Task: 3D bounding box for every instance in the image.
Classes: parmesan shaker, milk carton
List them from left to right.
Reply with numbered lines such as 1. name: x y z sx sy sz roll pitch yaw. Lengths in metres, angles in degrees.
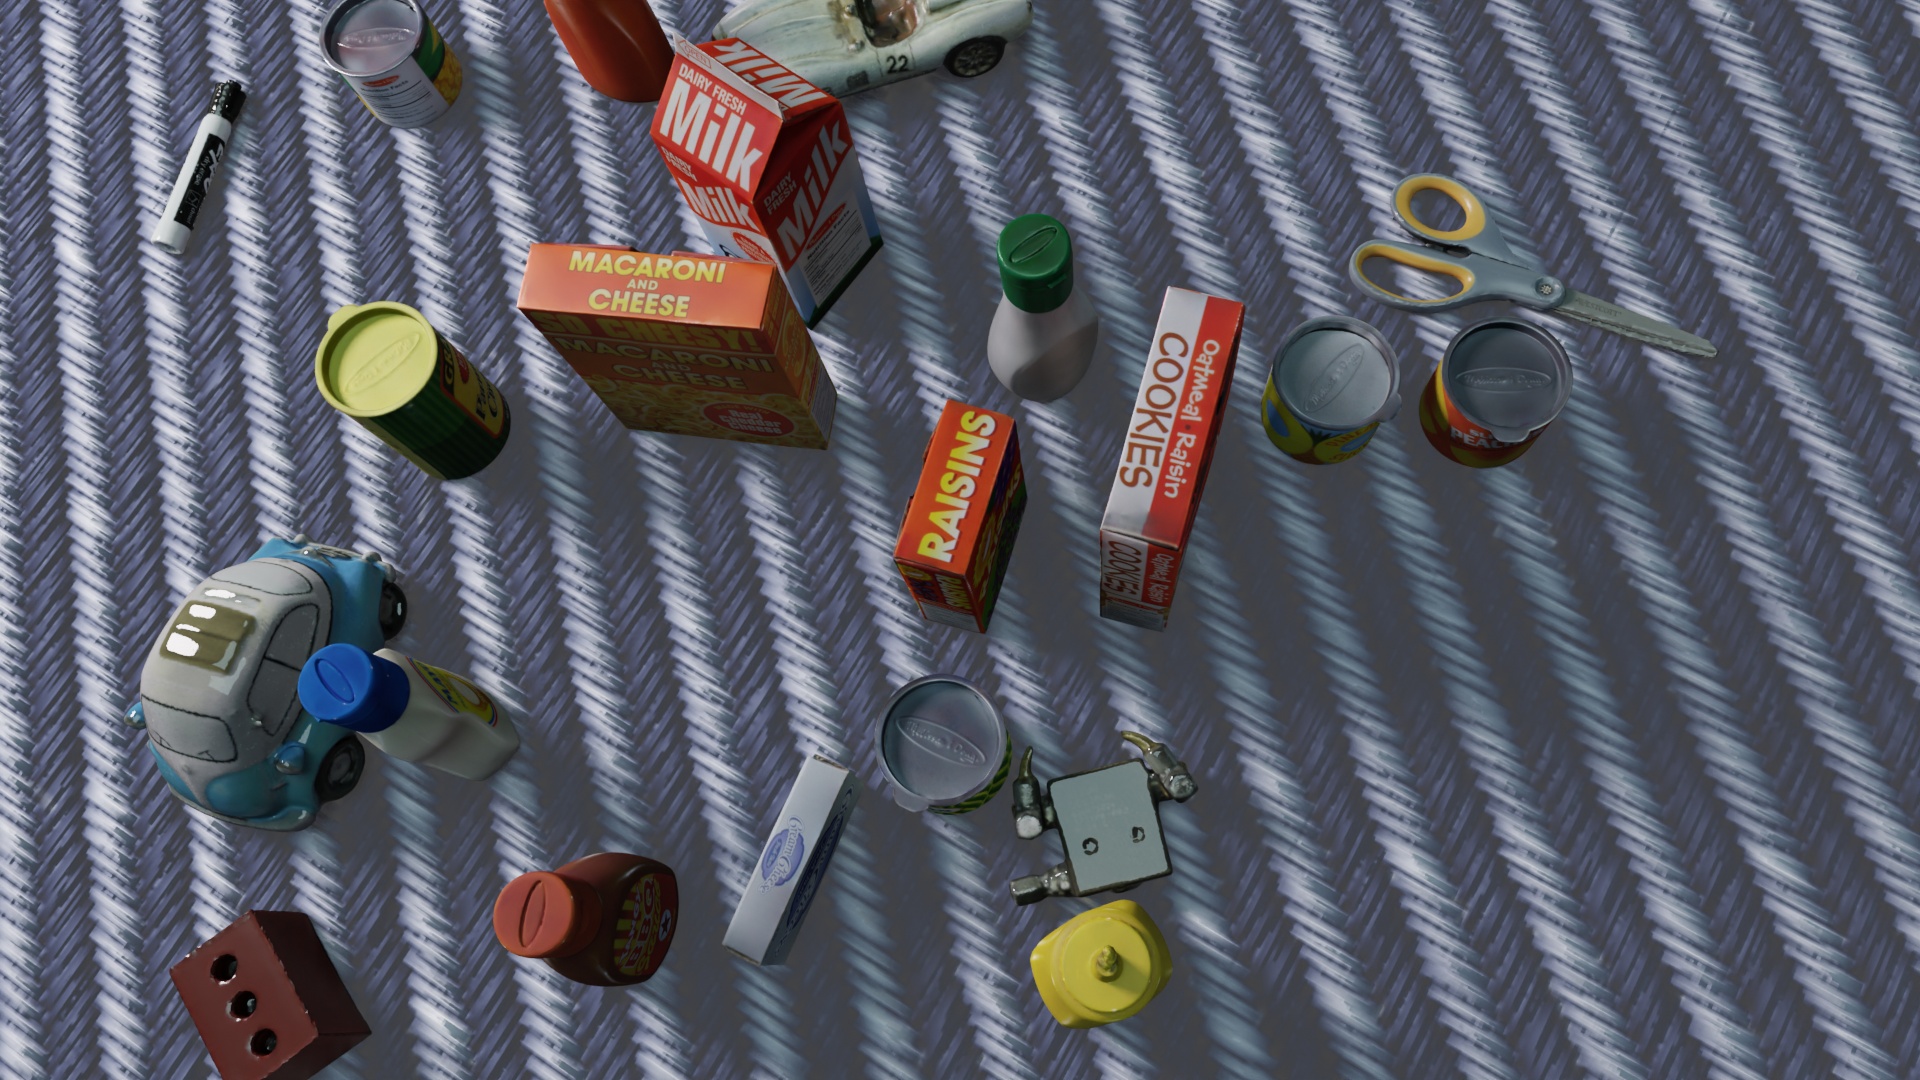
1. parmesan shaker: -0.303 -0.083 0.777 0.071 0.103 0.071 -1 73 5
2. milk carton: -0.103 -0.197 0.748 0.072 0.190 0.073 36 80 14

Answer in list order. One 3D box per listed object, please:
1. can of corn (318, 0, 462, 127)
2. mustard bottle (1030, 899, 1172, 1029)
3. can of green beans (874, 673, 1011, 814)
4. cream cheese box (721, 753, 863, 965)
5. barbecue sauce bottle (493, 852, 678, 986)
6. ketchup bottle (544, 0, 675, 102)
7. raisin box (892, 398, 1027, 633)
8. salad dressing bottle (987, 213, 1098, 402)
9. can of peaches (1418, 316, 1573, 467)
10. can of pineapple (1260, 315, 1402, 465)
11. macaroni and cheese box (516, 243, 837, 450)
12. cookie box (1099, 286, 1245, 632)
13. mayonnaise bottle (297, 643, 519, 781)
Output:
1. can of corn: -0.356 -0.305 0.873 0.071 0.058 0.071 -1 73 5
2. mustard bottle: 0.064 0.193 0.630 0.065 0.160 0.049 -27 73 -3
3. can of green beans: -0.008 0.106 0.716 0.071 0.057 0.071 -1 73 5
4. cream cheese box: -0.084 0.163 0.708 0.024 0.053 0.104 21 76 11
5. barbecue sauce bottle: -0.176 0.180 0.662 0.044 0.148 0.065 8 74 7
6. ketchup bottle: -0.216 -0.318 0.817 0.065 0.148 0.043 18 76 10
7. raisin box: 0.003 -0.009 0.716 0.040 0.123 0.086 16 76 10
8. salad dressing bottle: 0.042 -0.121 0.734 0.064 0.147 0.044 -36 74 -5
9. can of peaches: 0.285 -0.076 0.746 0.071 0.058 0.071 -1 73 5
10. can of pineapple: 0.200 -0.079 0.754 0.071 0.057 0.071 -1 73 5
11. macaroni and cheese box: -0.142 -0.099 0.734 0.124 0.166 0.040 6 74 7
12. cookie box: 0.103 -0.033 0.692 0.040 0.167 0.123 14 75 9
13. mayonnaise bottle: -0.277 0.084 0.700 0.041 0.147 0.065 -44 75 -8
